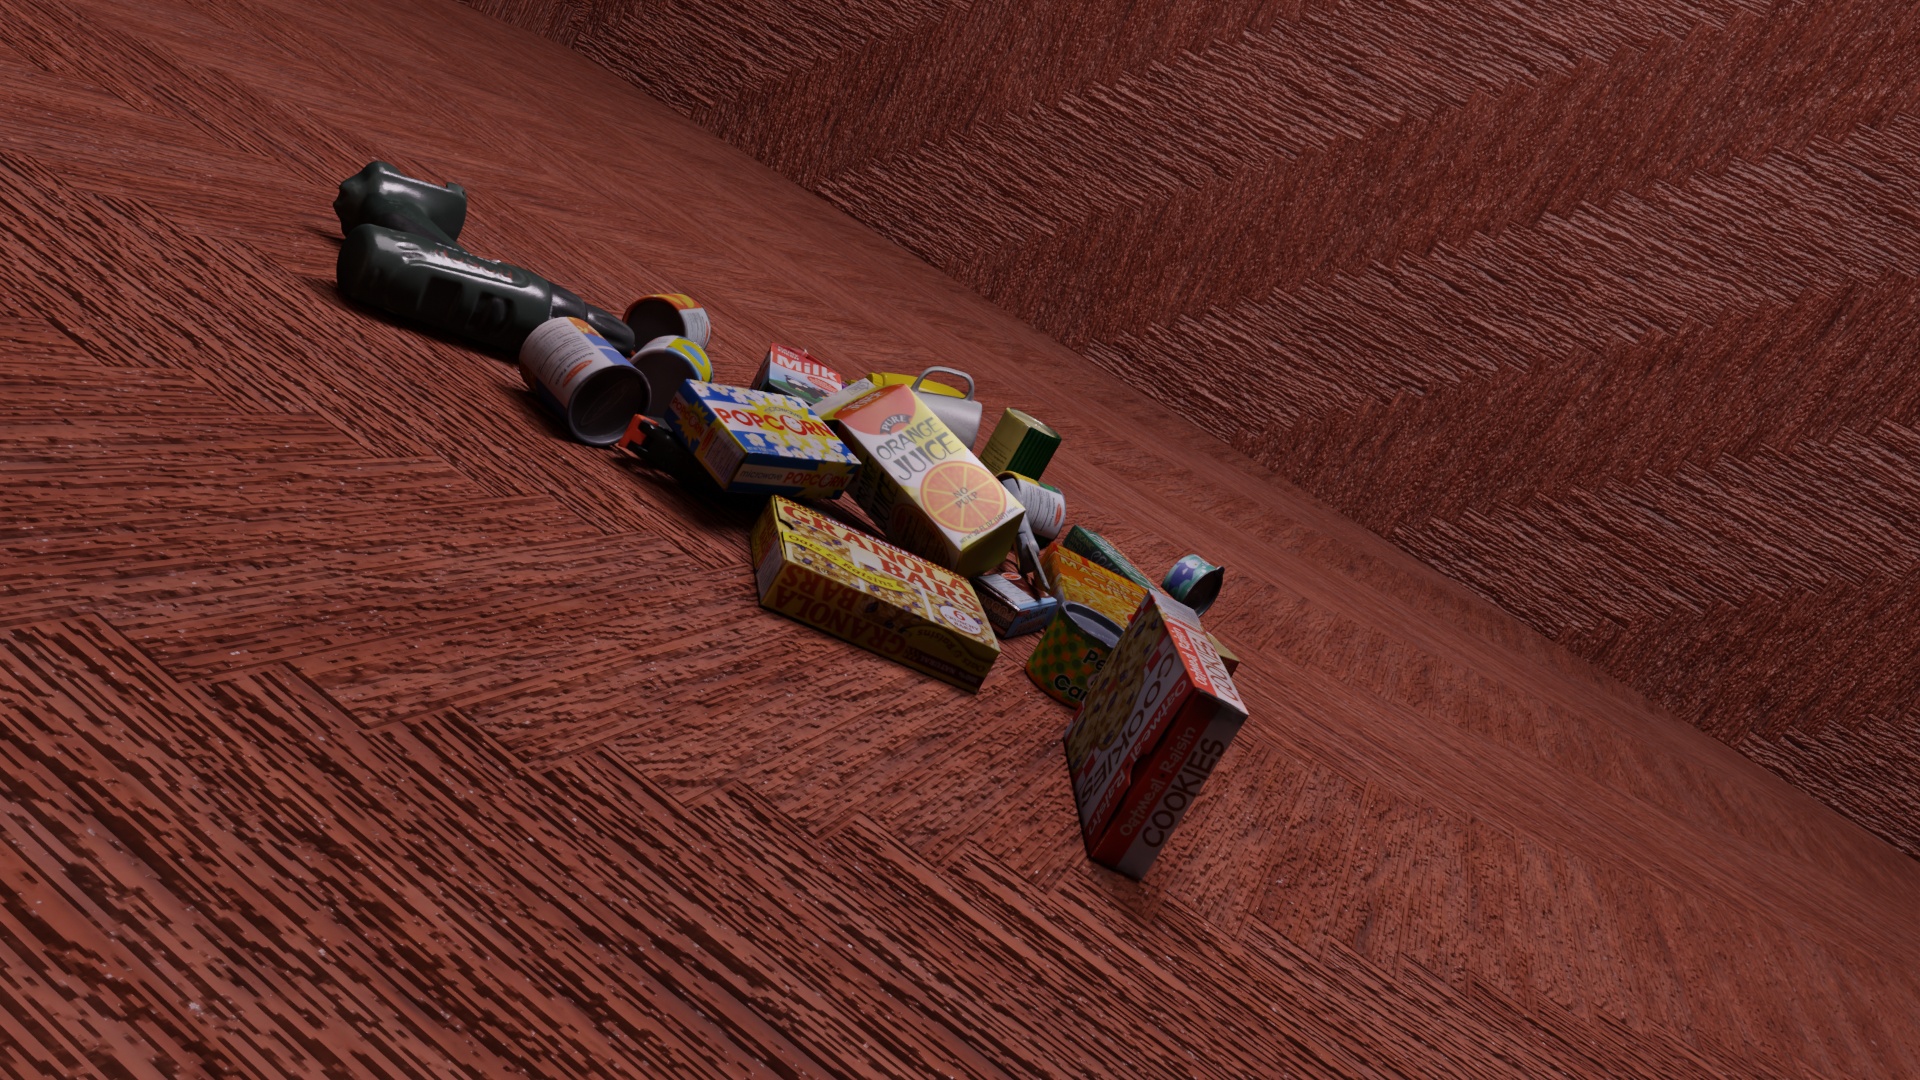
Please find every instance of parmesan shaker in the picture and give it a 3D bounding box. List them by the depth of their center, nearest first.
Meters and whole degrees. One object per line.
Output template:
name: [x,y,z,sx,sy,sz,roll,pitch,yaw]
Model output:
parmesan shaker: [0.053,-0.074,1.422,0.071,0.102,0.071,28,14,-8]

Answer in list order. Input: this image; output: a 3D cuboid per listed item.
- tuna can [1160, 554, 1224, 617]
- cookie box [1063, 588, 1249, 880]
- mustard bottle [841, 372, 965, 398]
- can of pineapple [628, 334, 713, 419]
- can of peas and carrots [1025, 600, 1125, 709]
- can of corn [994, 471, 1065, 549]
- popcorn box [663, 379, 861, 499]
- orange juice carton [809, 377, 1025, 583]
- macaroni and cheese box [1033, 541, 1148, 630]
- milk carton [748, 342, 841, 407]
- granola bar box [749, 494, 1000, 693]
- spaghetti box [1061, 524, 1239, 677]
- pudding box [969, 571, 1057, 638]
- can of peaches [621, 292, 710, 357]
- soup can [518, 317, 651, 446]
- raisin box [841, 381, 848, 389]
tuna can: [0.238,0.047,1.429,0.033,0.071,0.071,38,16,33]
cookie box: [0.116,0.116,0.872,0.040,0.122,0.168,26,15,-9]
mustard bottle: [-0.063,-0.156,1.556,0.160,0.065,0.049,18,22,-27]
can of pineapple: [-0.237,-0.129,1.132,0.071,0.071,0.058,27,15,-9]
can of peas and carrots: [0.091,0.088,1.042,0.071,0.058,0.071,28,15,-8]
can of corn: [0.058,-0.029,1.360,0.058,0.071,0.071,19,18,-36]
popcorn box: [-0.145,-0.073,1.022,0.085,0.038,0.127,46,23,27]
orange juice carton: [-0.043,-0.054,1.116,0.072,0.072,0.193,-32,69,-30]
macaroni and cheese box: [0.130,0.069,1.216,0.124,0.040,0.167,27,15,-11]
milk carton: [-0.153,-0.121,1.247,0.073,0.072,0.191,25,15,-15]
granola bar box: [-0.061,0.035,0.972,0.165,0.039,0.124,24,15,-20]
spaghetti box: [0.182,0.058,1.372,0.050,0.028,0.251,20,18,-36]
pudding box: [0.040,0.051,1.124,0.050,0.030,0.084,34,15,20]
can of peaches: [-0.274,-0.194,1.282,0.071,0.071,0.058,30,15,3]
soup can: [-0.275,-0.116,1.020,0.071,0.071,0.084,12,22,-50]
raisin box: [-0.130,-0.128,1.381,0.086,0.040,0.124,16,21,-39]
